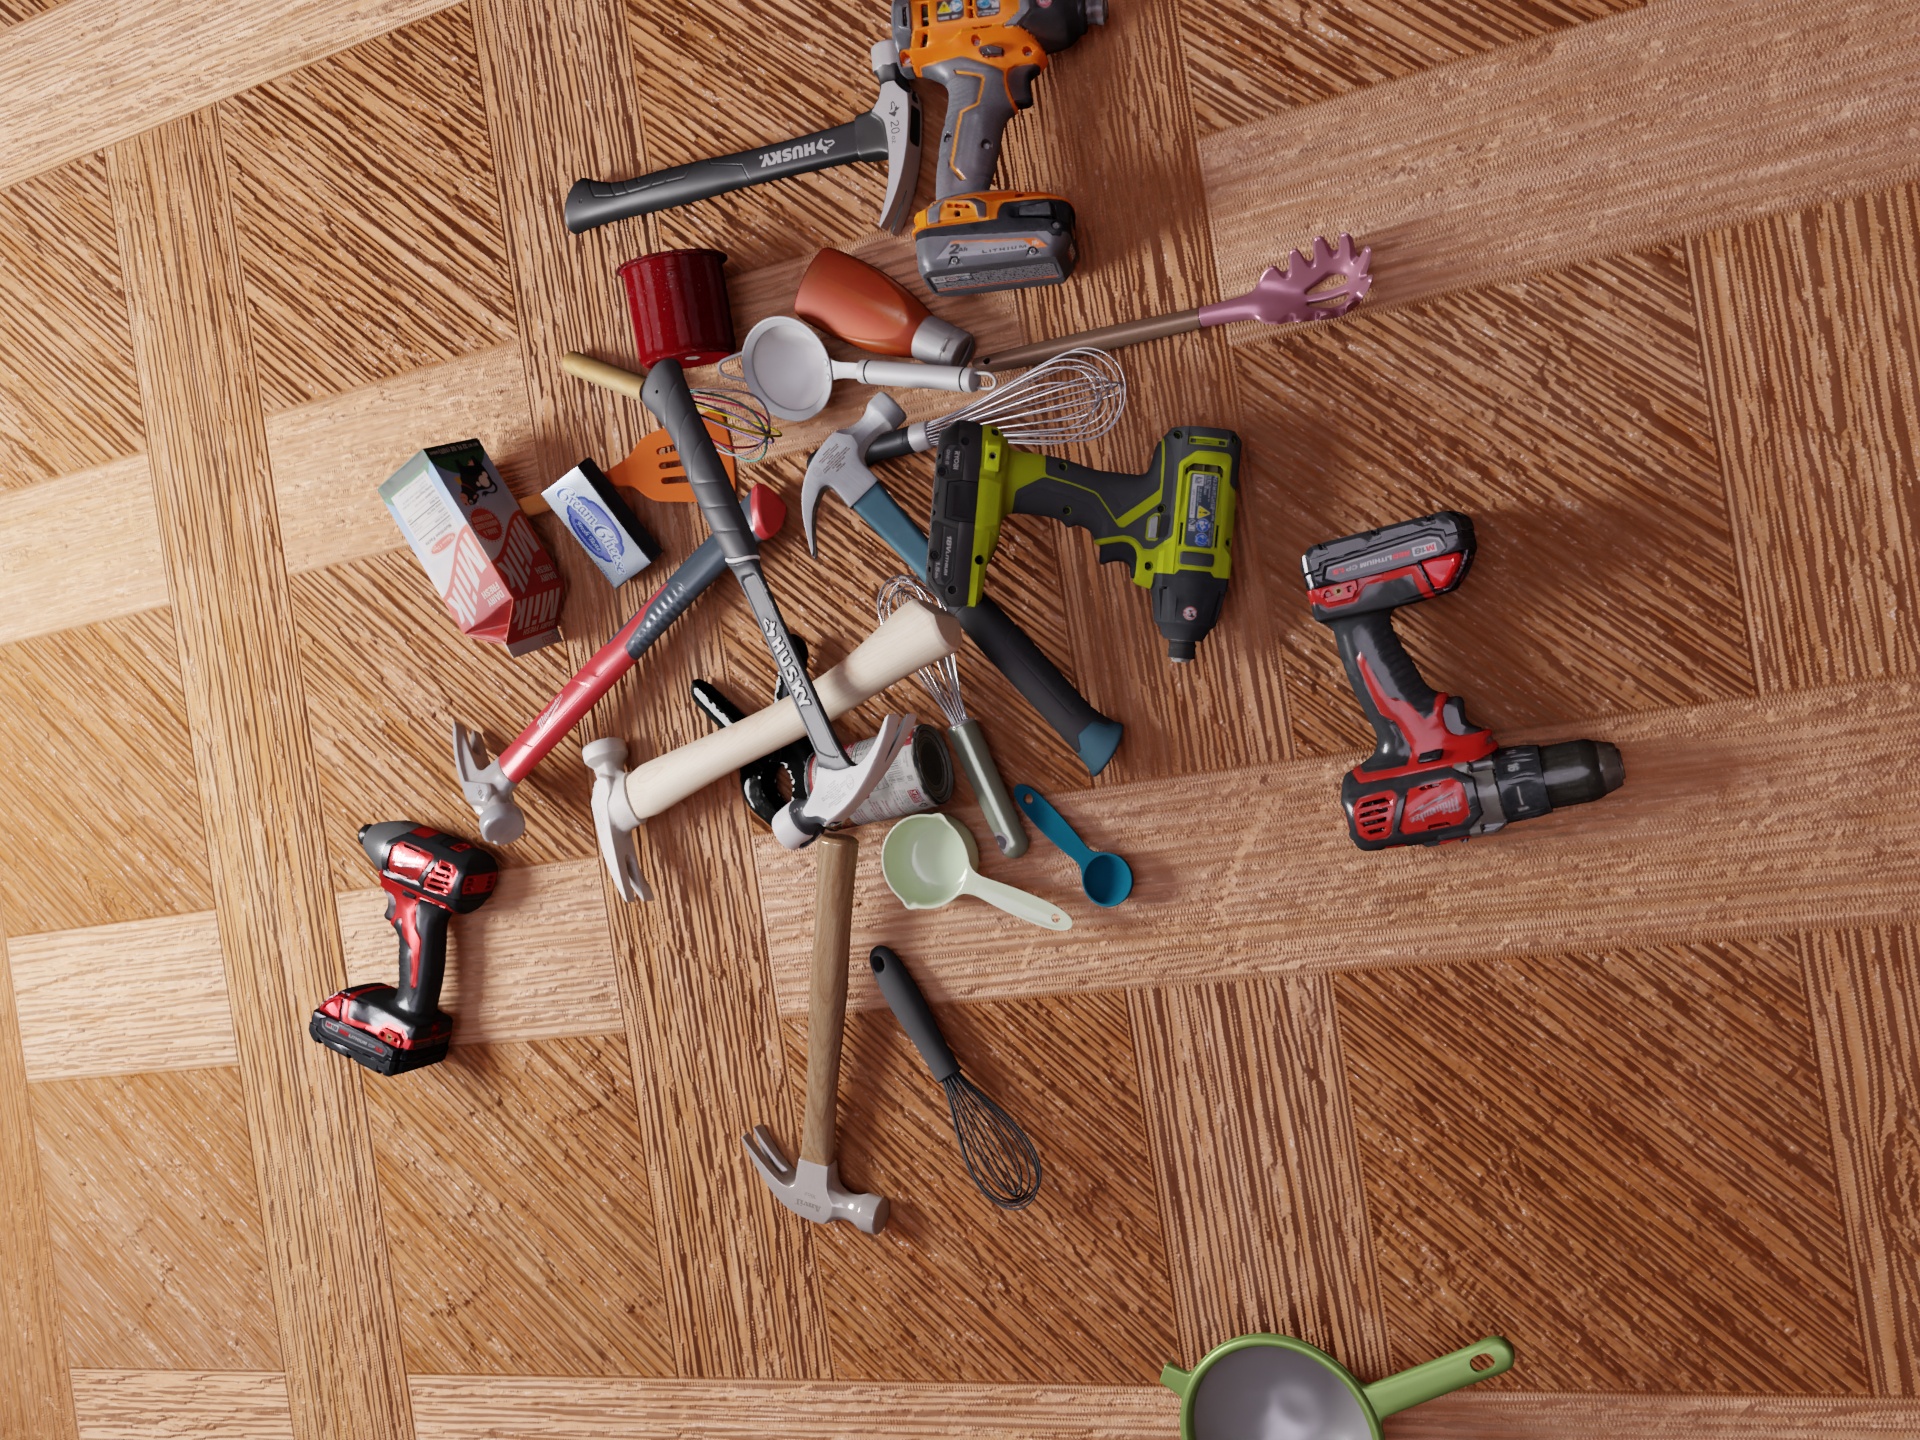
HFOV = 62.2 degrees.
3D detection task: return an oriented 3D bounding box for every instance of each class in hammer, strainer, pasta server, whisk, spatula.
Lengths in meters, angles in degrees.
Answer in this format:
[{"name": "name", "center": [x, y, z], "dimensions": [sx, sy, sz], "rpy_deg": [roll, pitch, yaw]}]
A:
[{"name": "hammer", "center": [-0.156, 0.018, 1.276], "dimensions": [0.410, 0.038, 0.146], "rpy_deg": [-27, 73, 34]}, {"name": "strainer", "center": [0.285, 0.492, 1.156], "dimensions": [0.256, 0.069, 0.151], "rpy_deg": [-31, 78, 20]}, {"name": "pasta server", "center": [0.152, -0.299, 1.190], "dimensions": [0.316, 0.040, 0.060], "rpy_deg": [-7, 78, 24]}, {"name": "whisk", "center": [-0.002, -0.232, 1.250], "dimensions": [0.284, 0.070, 0.070], "rpy_deg": [-9, 89, 27]}, {"name": "whisk", "center": [-0.002, -0.004, 1.267], "dimensions": [0.058, 0.059, 0.246], "rpy_deg": [-29, 84, 58]}, {"name": "strainer", "center": [-0.080, -0.278, 1.267], "dimensions": [0.258, 0.050, 0.086], "rpy_deg": [12, 121, 31]}, {"name": "hammer", "center": [-0.114, 0.256, 1.318], "dimensions": [0.130, 0.031, 0.331], "rpy_deg": [8, 100, 23]}, {"name": "hammer", "center": [-0.187, -0.452, 1.324], "dimensions": [0.335, 0.035, 0.146], "rpy_deg": [-5, 90, 23]}, {"name": "spatula", "center": [-0.344, -0.199, 1.410], "dimensions": [0.322, 0.041, 0.081], "rpy_deg": [-11, 87, 27]}, {"name": "whisk", "center": [-0.247, -0.272, 1.349], "dimensions": [0.245, 0.047, 0.051], "rpy_deg": [24, 138, 29]}, {"name": "whisk", "center": [-0.008, 0.283, 1.281], "dimensions": [0.055, 0.055, 0.239], "rpy_deg": [-38, 74, 20]}, {"name": "hammer", "center": [0.006, -0.091, 1.226], "dimensions": [0.128, 0.033, 0.331], "rpy_deg": [-43, 89, 1]}, {"name": "hammer", "center": [-0.299, -0.068, 1.377], "dimensions": [0.386, 0.038, 0.143], "rpy_deg": [-44, 49, 13]}, {"name": "hammer", "center": [-0.159, -0.112, 1.231], "dimensions": [0.149, 0.036, 0.409], "rpy_deg": [-38, 68, 33]}]

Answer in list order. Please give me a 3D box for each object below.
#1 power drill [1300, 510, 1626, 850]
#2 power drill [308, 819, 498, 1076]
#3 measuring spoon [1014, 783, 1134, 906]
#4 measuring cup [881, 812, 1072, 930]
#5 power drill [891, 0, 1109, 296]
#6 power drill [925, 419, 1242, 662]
[{"name": "power drill", "center": [0.342, -0.029, 1.104], "dimensions": [0.188, 0.080, 0.227], "rpy_deg": [-13, 90, 23]}, {"name": "power drill", "center": [-0.519, 0.203, 1.475], "dimensions": [0.143, 0.078, 0.219], "rpy_deg": [19, 97, 21]}, {"name": "measuring spoon", "center": [0.089, 0.095, 1.250], "dimensions": [0.129, 0.021, 0.042], "rpy_deg": [46, 109, 24]}, {"name": "measuring cup", "center": [0.018, 0.127, 1.267], "dimensions": [0.168, 0.038, 0.083], "rpy_deg": [22, 101, 18]}, {"name": "power drill", "center": [0.036, -0.448, 1.204], "dimensions": [0.164, 0.084, 0.226], "rpy_deg": [-4, 87, 10]}, {"name": "power drill", "center": [0.089, -0.135, 1.172], "dimensions": [0.223, 0.080, 0.171], "rpy_deg": [5, 94, -2]}]
